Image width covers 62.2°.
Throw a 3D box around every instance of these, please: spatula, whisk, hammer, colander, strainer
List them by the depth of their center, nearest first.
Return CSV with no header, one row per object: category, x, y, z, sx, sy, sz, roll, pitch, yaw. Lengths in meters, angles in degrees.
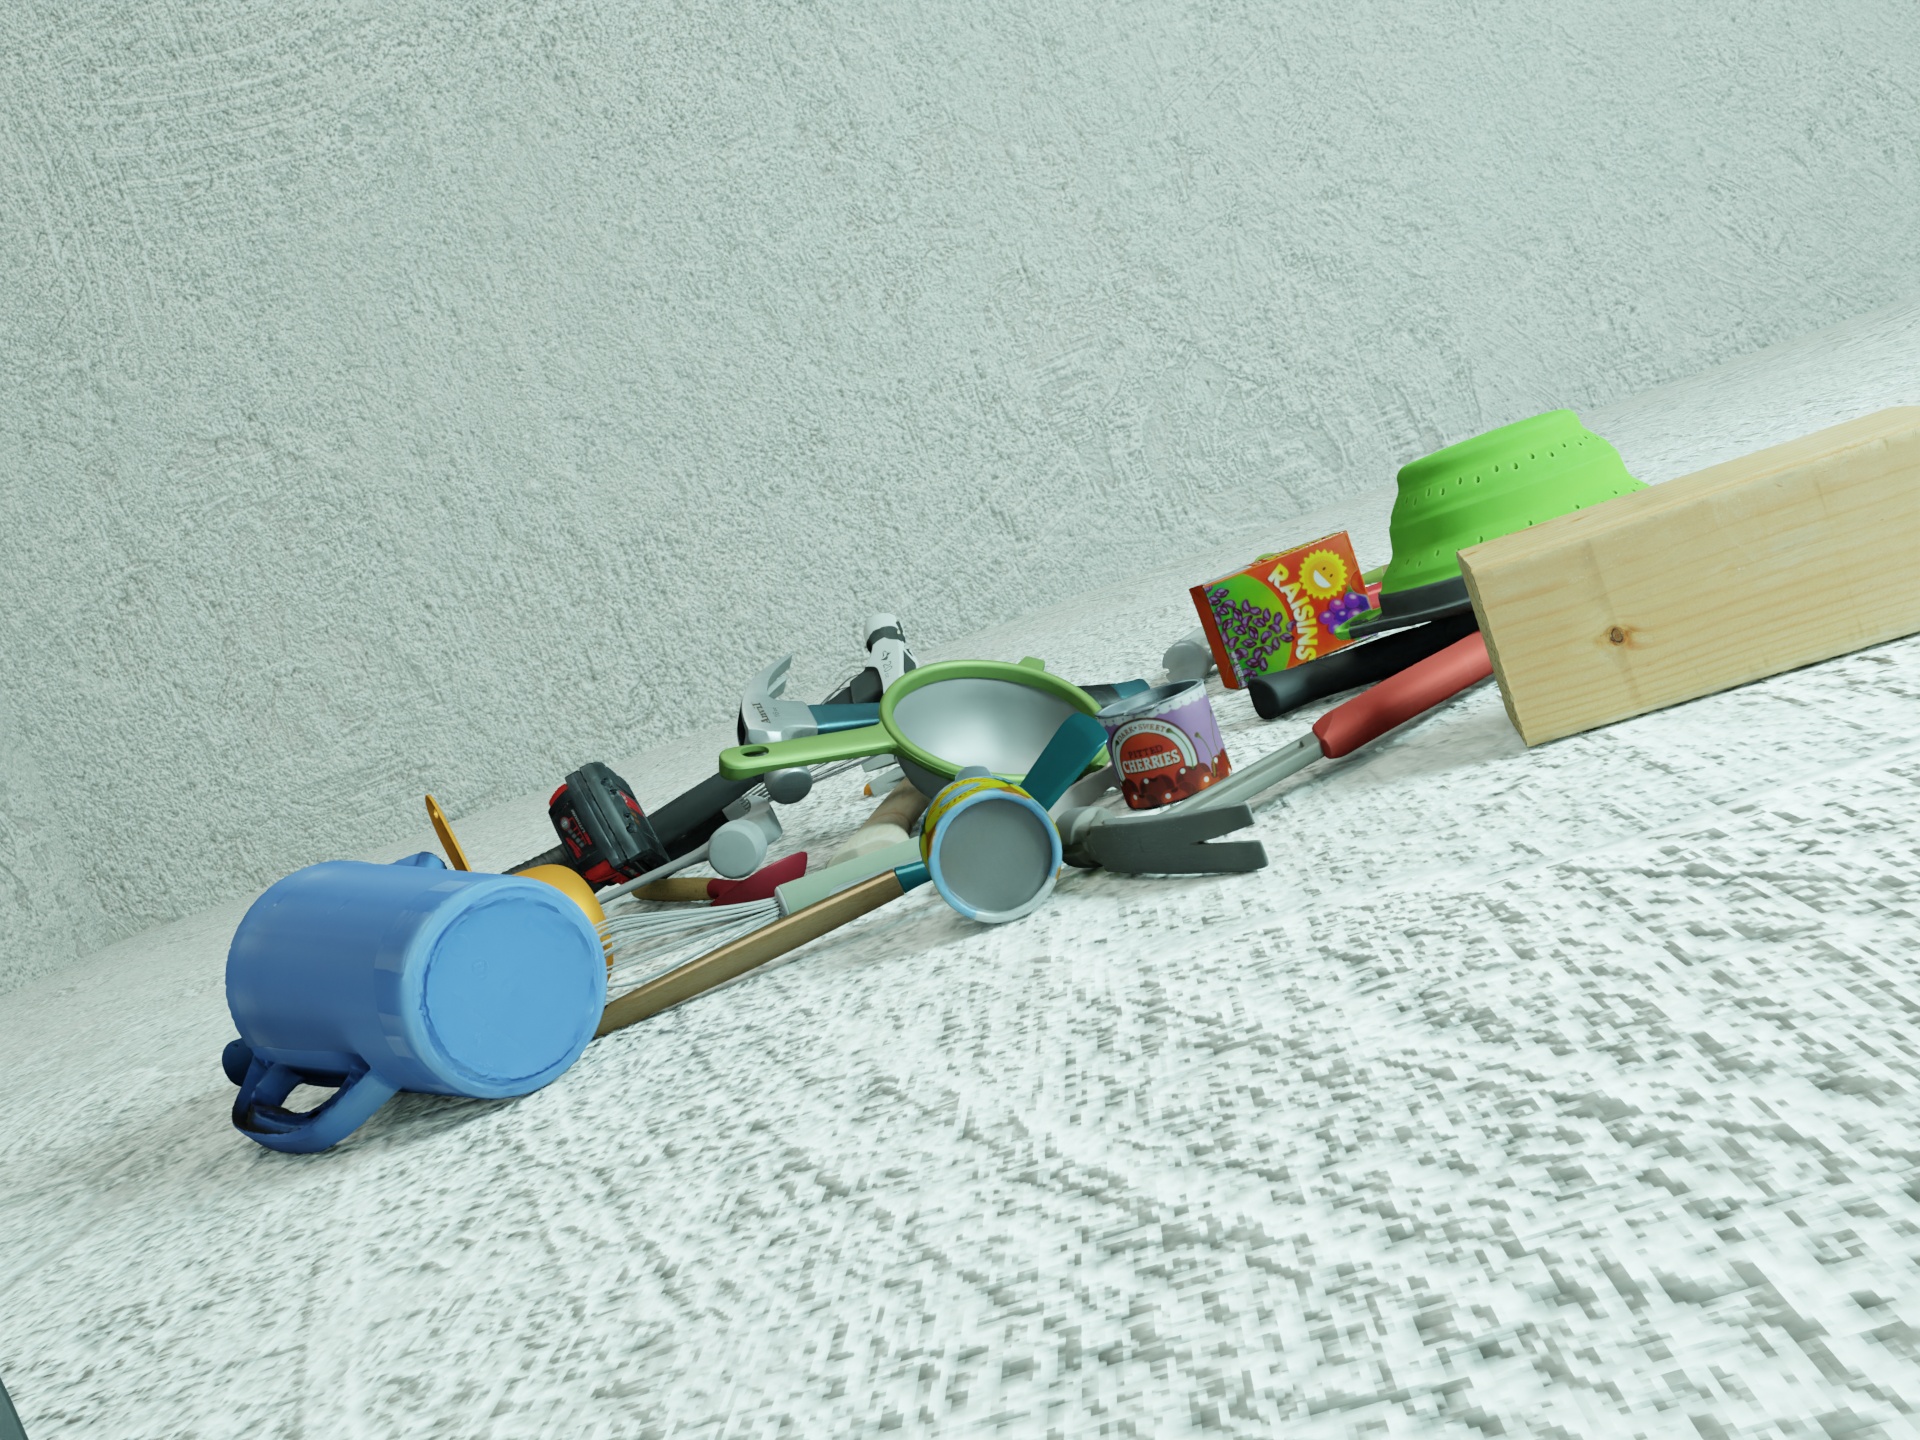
hammer,0.222,-0.003,0.842,0.359,0.036,0.149,-24,8,-31
spatula,-0.061,0.087,0.852,0.317,0.044,0.082,-26,13,-4
whisk,-0.109,0.110,0.913,0.246,0.057,0.059,-19,40,-14
colander,0.403,-0.153,0.938,0.397,0.094,0.204,-18,3,29
hammer,0.380,-0.079,1.004,0.409,0.036,0.149,-19,5,13
strainer,-0.029,0.031,1.011,0.256,0.069,0.152,-8,34,-22
hammer,-0.300,0.147,1.051,0.405,0.035,0.144,-24,5,7
hammer,-0.002,-0.004,1.132,0.331,0.033,0.128,-4,39,-28
hammer,-0.043,0.059,1.152,0.146,0.038,0.411,-20,6,12
hammer,-0.173,0.050,1.236,0.335,0.035,0.146,-32,38,14
whisk,-0.157,0.054,1.296,0.284,0.070,0.070,-34,5,7
hammer,0.360,-0.108,1.300,0.386,0.038,0.143,-18,5,22

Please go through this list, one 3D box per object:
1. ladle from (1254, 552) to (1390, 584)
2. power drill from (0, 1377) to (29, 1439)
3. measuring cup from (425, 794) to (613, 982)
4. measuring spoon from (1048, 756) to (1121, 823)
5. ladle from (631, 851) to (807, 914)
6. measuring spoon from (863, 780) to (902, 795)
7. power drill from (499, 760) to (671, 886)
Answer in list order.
ladle,0.408,-0.152,1.447,0.320,0.062,0.078,-11,13,43
power drill,-0.397,0.247,0.491,0.188,0.080,0.227,-25,5,-40
measuring cup,-0.267,0.101,0.961,0.052,0.174,0.095,-18,-35,-35
measuring spoon,0.078,0.045,0.939,0.018,0.034,0.124,10,31,41
ladle,-0.183,0.119,1.126,0.069,0.031,0.315,-24,6,-28
measuring spoon,-0.030,0.041,1.368,0.117,0.011,0.021,-20,6,5
power drill,-0.330,0.122,1.147,0.219,0.078,0.143,-30,-11,-6
